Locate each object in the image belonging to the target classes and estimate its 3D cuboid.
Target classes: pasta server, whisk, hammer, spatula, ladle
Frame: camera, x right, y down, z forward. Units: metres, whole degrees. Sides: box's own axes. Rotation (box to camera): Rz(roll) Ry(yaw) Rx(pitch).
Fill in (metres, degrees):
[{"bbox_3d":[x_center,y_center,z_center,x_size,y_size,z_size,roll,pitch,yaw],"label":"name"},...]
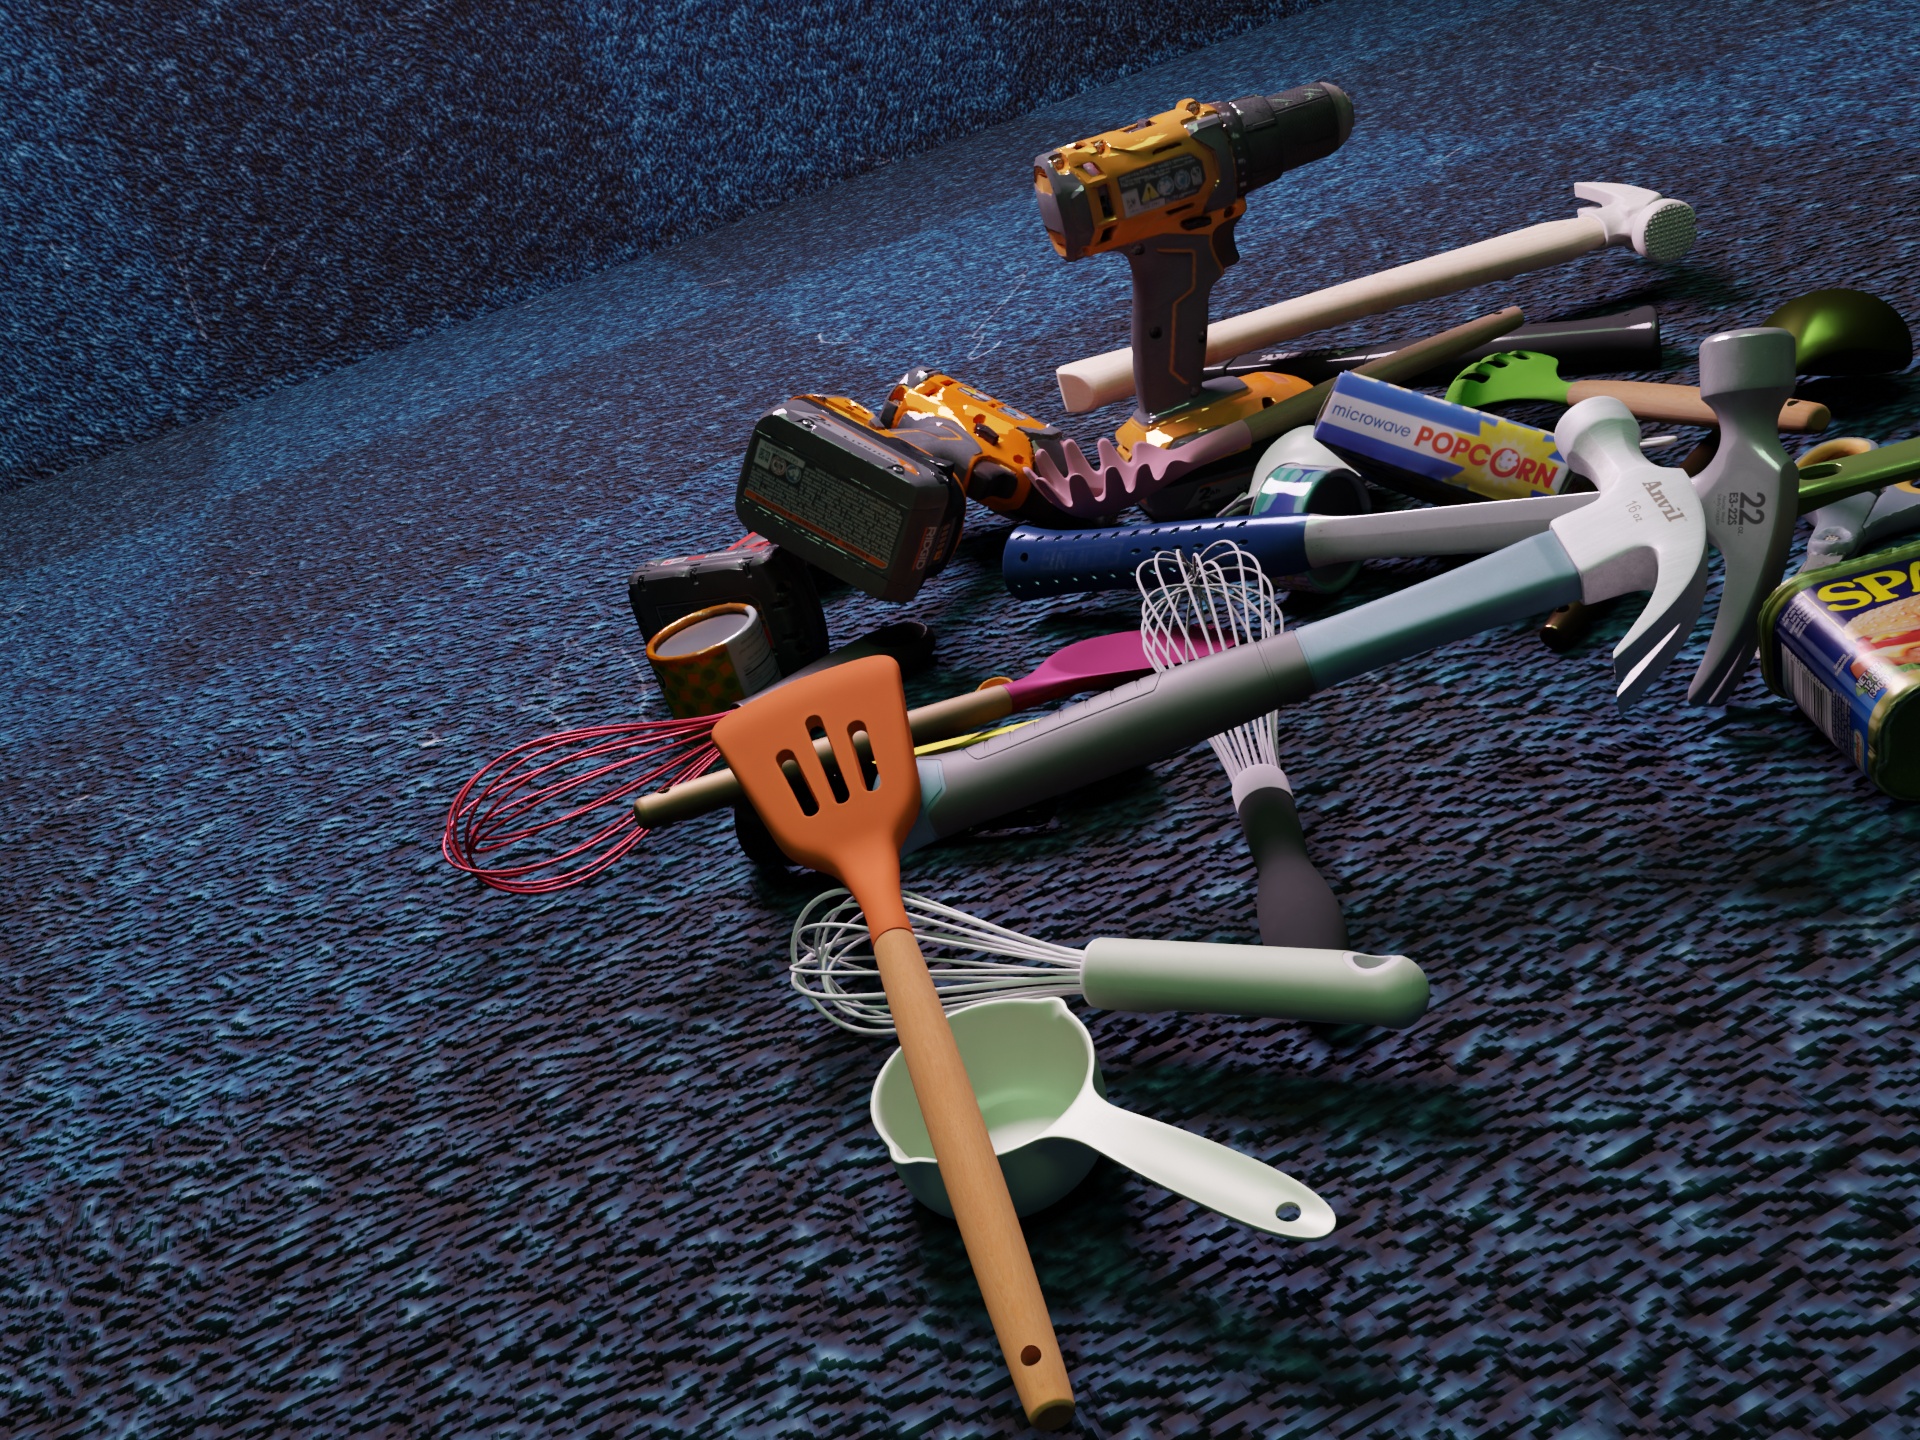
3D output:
[{"bbox_3d":[0.186,-0.183,0.914,0.316,0.040,0.060,-24,29,-9],"label":"pasta server"},{"bbox_3d":[-0.129,0.010,0.824,0.296,0.073,0.073,-28,27,-31],"label":"whisk"},{"bbox_3d":[0.175,-0.079,0.749,0.035,0.144,0.406,-1,1,-44],"label":"hammer"},{"bbox_3d":[0.264,-0.286,1.078,0.410,0.038,0.146,-16,24,3],"label":"hammer"},{"bbox_3d":[0.041,0.090,0.562,0.246,0.059,0.058,-2,10,30],"label":"whisk"},{"bbox_3d":[0.119,0.011,0.652,0.070,0.070,0.285,-15,36,8],"label":"whisk"},{"bbox_3d":[-0.020,0.084,0.526,0.081,0.041,0.323,-22,36,-3],"label":"spatula"},{"bbox_3d":[0.119,-0.019,0.610,0.331,0.033,0.128,-21,46,10],"label":"hammer"},{"bbox_3d":[0.286,-0.237,1.049,0.335,0.035,0.146,4,33,37],"label":"hammer"},{"bbox_3d":[0.374,-0.122,0.783,0.320,0.062,0.078,-42,29,-26],"label":"ladle"}]

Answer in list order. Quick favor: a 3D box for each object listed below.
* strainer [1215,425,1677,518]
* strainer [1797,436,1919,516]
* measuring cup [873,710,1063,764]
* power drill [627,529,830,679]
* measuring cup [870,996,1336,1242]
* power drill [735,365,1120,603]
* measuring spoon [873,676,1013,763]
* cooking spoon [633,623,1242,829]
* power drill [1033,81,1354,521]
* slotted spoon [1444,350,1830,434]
[{"bbox_3d":[0.250,-0.141,0.858,0.258,0.050,0.087,1,11,39],"label":"strainer"},{"bbox_3d":[0.461,-0.102,0.645,0.256,0.069,0.152,-15,29,9],"label":"strainer"},{"bbox_3d":[0.016,0.020,0.746,0.156,0.029,0.062,-13,8,33],"label":"measuring cup"},{"bbox_3d":[-0.100,-0.106,1.005,0.143,0.078,0.220,-5,27,25],"label":"power drill"},{"bbox_3d":[0.044,0.137,0.494,0.168,0.038,0.083,12,40,42],"label":"measuring cup"},{"bbox_3d":[-0.009,-0.141,0.935,0.164,0.084,0.226,29,29,16],"label":"power drill"},{"bbox_3d":[-0.022,0.010,0.807,0.117,0.011,0.021,-30,39,-14],"label":"measuring spoon"},{"bbox_3d":[-0.001,-0.002,0.746,0.319,0.017,0.069,-17,21,-26],"label":"cooking spoon"},{"bbox_3d":[0.157,-0.252,0.944,0.185,0.226,0.084,-20,27,-4],"label":"power drill"},{"bbox_3d":[0.342,-0.171,0.837,0.070,0.031,0.314,-28,19,-3],"label":"slotted spoon"}]
